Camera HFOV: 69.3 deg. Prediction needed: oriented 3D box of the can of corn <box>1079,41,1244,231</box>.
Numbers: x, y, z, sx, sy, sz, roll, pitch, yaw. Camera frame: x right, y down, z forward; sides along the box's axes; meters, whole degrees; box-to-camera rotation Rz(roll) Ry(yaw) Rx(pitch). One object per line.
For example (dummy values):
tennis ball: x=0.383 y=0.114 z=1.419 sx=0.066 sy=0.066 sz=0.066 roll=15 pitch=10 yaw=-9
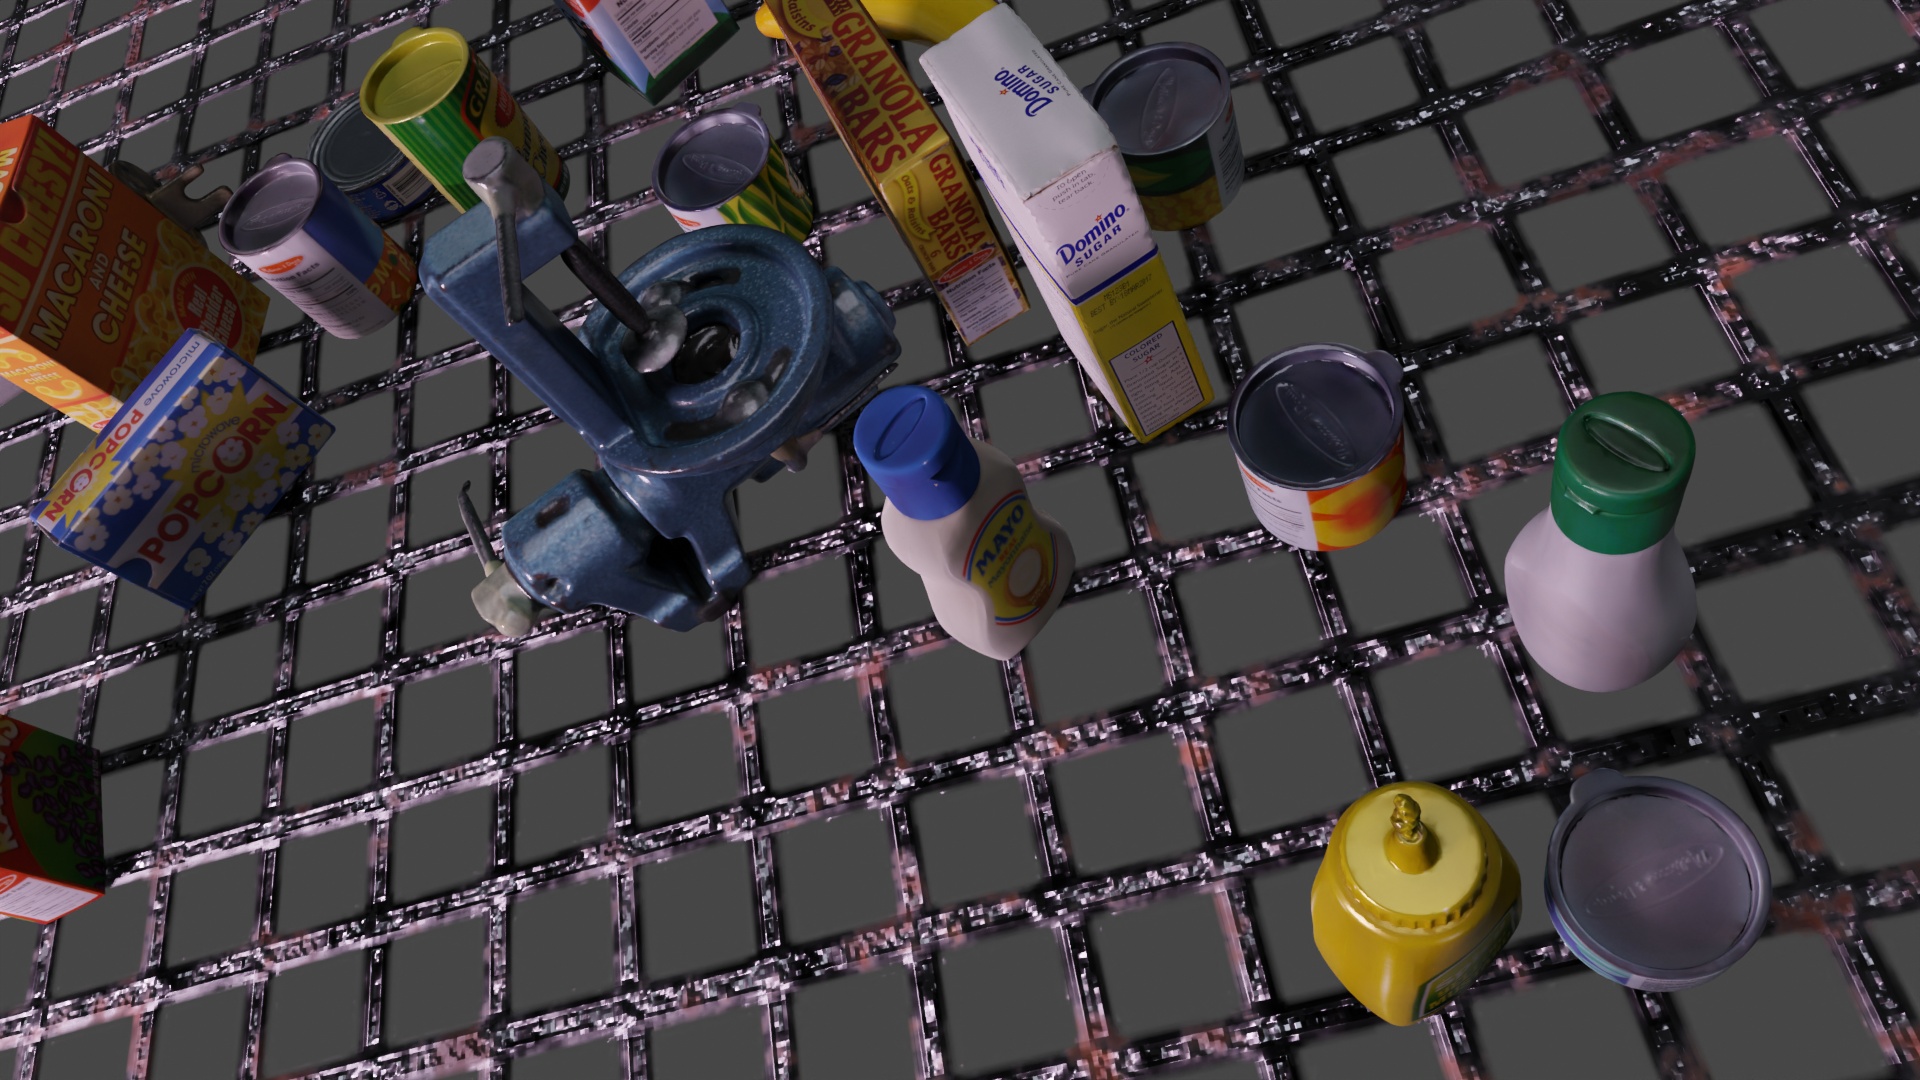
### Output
can of corn: x=0.095 y=-0.188 z=0.652 sx=0.071 sy=0.058 sz=0.071 roll=-8 pitch=62 yaw=16

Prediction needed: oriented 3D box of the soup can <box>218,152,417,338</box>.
soup can: x=-0.362 y=-0.166 z=0.788 sx=0.071 sy=0.083 sz=0.071 roll=-8 pitch=62 yaw=16

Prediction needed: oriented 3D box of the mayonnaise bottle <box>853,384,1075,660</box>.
mayonnaise bottle: x=0.002 y=-0.007 z=0.538 sx=0.041 sy=0.147 sz=0.065 roll=28 pitch=76 yaw=29

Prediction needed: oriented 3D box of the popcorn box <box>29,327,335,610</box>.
popcorn box: x=-0.408 y=-0.037 z=0.737 sx=0.038 sy=0.085 sz=0.127 roll=26 pitch=75 yaw=29

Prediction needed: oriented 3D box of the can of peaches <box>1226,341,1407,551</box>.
can of peaches: x=0.146 y=-0.038 z=0.556 sx=0.071 sy=0.058 sz=0.071 roll=-8 pitch=62 yaw=16

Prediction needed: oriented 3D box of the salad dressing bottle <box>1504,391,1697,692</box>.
salad dressing bottle: x=0.213 y=0.004 z=0.458 sx=0.044 sy=0.147 sz=0.064 roll=-44 pitch=58 yaw=-5

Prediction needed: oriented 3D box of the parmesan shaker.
parmesan shaker: x=-0.273 y=-0.226 z=0.776 sx=0.071 sy=0.102 sz=0.071 roll=-8 pitch=62 yaw=16

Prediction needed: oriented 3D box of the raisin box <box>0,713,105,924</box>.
raisin box: x=-0.468 y=0.124 z=0.653 sx=0.040 sy=0.123 sz=0.086 roll=-27 pitch=58 yaw=5

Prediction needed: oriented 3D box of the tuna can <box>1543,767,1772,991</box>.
tuna can: x=0.229 y=0.113 z=0.464 sx=0.071 sy=0.032 sz=0.071 roll=-8 pitch=62 yaw=16

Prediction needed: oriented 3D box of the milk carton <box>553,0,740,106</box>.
milk carton: x=-0.206 y=-0.340 z=0.759 sx=0.073 sy=0.190 sz=0.072 roll=-44 pitch=59 yaw=-5

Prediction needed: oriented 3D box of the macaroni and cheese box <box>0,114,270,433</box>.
macaroni and cheese box: x=-0.461 y=-0.127 z=0.754 sx=0.040 sy=0.166 sz=0.124 roll=-10 pitch=61 yaw=15

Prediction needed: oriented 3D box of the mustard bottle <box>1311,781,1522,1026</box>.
mustard bottle: x=0.138 y=0.107 z=0.424 sx=0.065 sy=0.159 sz=0.049 roll=-42 pitch=58 yaw=-4

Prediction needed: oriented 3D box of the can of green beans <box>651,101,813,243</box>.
can of green beans: x=-0.117 y=-0.180 z=0.723 sx=0.071 sy=0.057 sz=0.071 roll=-8 pitch=62 yaw=16

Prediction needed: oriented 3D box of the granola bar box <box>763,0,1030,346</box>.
granola bar box: x=-0.032 y=-0.189 z=0.659 sx=0.039 sy=0.124 sz=0.166 roll=-31 pitch=58 yaw=3
